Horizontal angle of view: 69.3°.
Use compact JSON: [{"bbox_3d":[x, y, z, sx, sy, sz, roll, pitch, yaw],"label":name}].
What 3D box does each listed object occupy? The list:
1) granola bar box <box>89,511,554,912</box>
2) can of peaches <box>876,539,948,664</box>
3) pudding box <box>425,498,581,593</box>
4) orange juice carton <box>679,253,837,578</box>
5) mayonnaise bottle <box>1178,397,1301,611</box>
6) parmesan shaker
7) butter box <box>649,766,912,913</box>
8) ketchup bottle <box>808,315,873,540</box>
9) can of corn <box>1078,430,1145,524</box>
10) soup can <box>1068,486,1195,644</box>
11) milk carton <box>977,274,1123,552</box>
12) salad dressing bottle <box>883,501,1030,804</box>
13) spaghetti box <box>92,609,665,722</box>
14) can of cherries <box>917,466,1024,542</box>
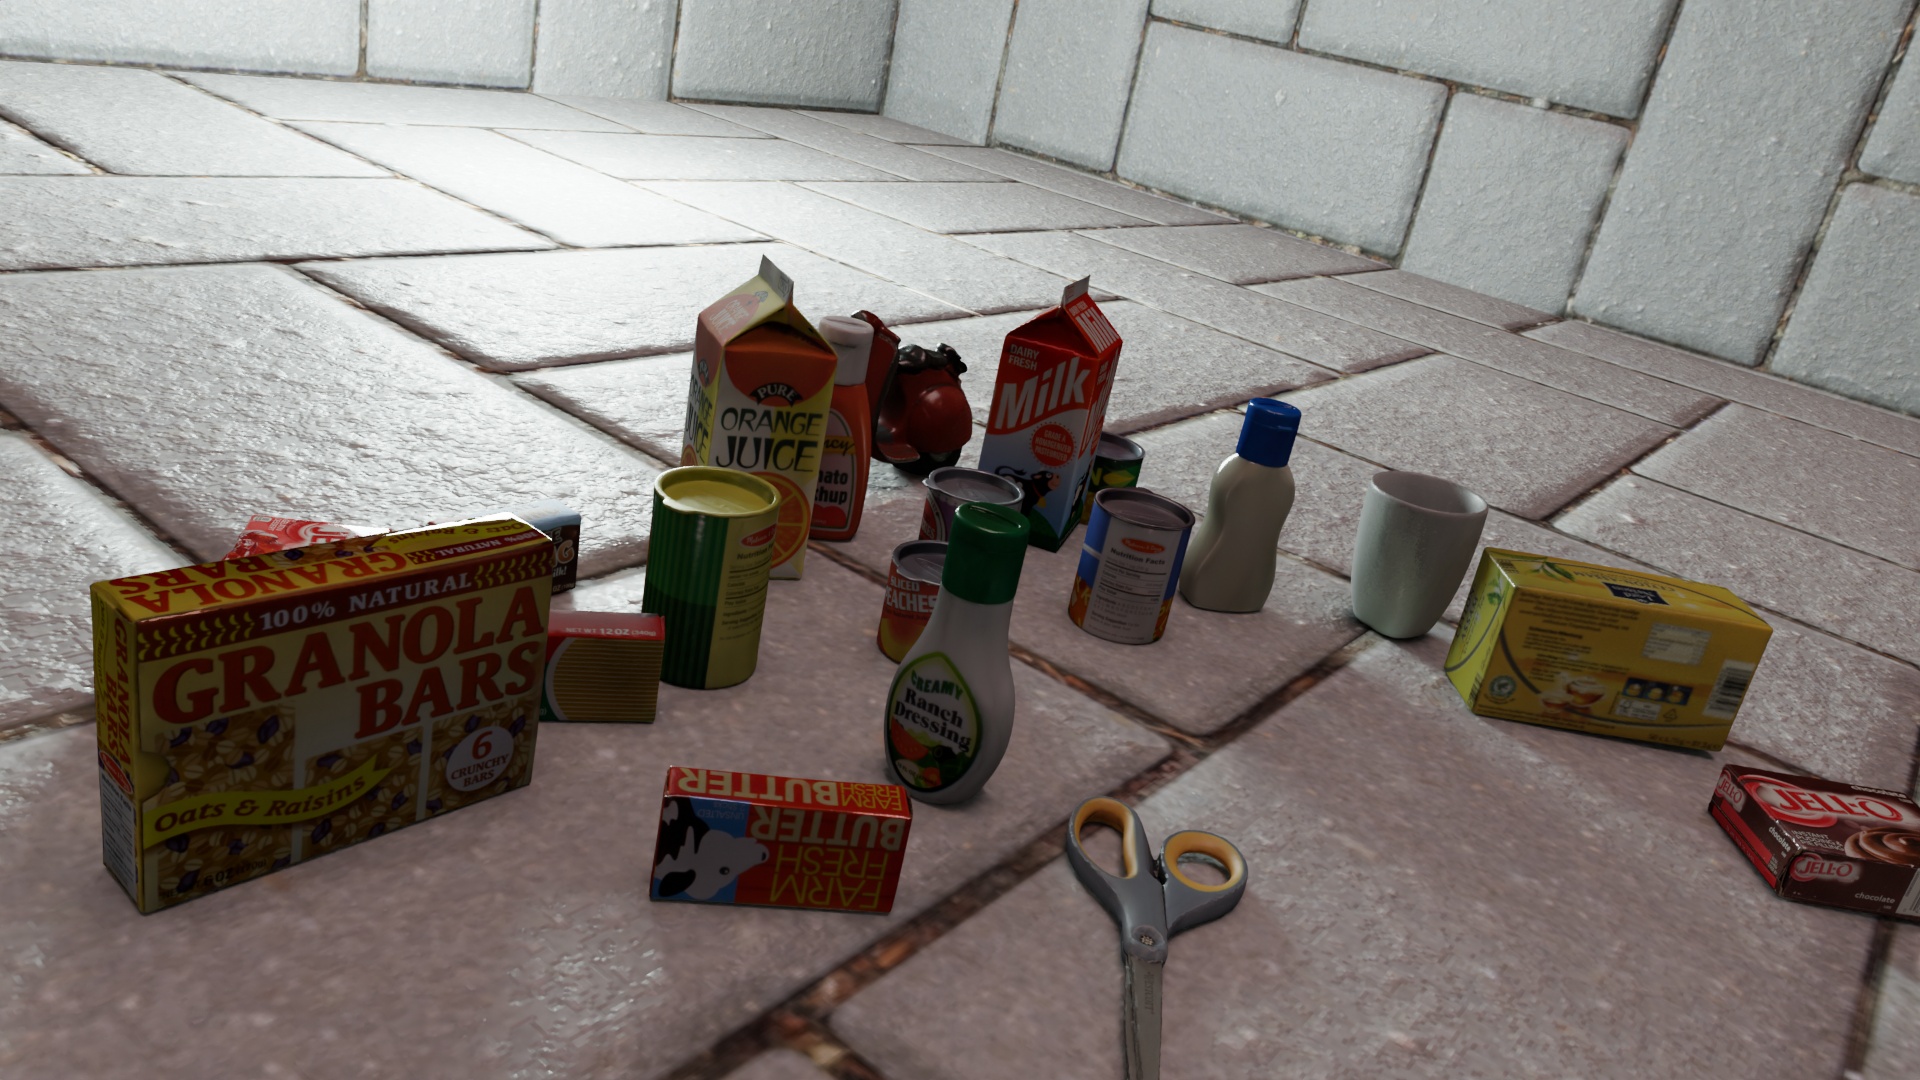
[{"bbox_3d":[-0.249,0.062,0.558,0.039,0.123,0.166,28,27,34],"label":"granola bar box"},{"bbox_3d":[-0.015,0.039,0.818,0.071,0.057,0.071,10,22,-4],"label":"can of peaches"},{"bbox_3d":[-0.257,0.008,0.781,0.030,0.049,0.084,27,27,34],"label":"pudding box"},{"bbox_3d":[-0.127,-0.077,0.862,0.073,0.191,0.072,2,24,-24],"label":"orange juice carton"},{"bbox_3d":[0.198,-0.024,0.957,0.065,0.147,0.041,4,23,-18],"label":"mayonnaise bottle"},{"bbox_3d":[-0.138,0.020,0.743,0.071,0.102,0.071,10,22,-4],"label":"parmesan shaker"},{"bbox_3d":[-0.075,0.127,0.585,0.103,0.053,0.024,7,22,-12],"label":"butter box"},{"bbox_3d":[-0.089,-0.076,0.937,0.065,0.148,0.044,10,22,-5],"label":"ketchup bottle"},{"bbox_3d":[0.104,-0.049,1.090,0.071,0.058,0.071,10,22,-4],"label":"can of corn"},{"bbox_3d":[0.111,0.015,0.906,0.071,0.083,0.071,10,22,-4],"label":"soup can"},{"bbox_3d":[0.065,-0.097,1.010,0.073,0.189,0.072,17,22,14],"label":"milk carton"},{"bbox_3d":[0.001,0.055,0.671,0.064,0.147,0.044,23,24,26],"label":"salad dressing bottle"},{"bbox_3d":[-0.269,0.057,0.659,0.250,0.050,0.029,4,23,-19],"label":"spaghetti box"},{"bbox_3d":[0.003,-0.012,0.949,0.071,0.058,0.072,10,22,-4],"label":"can of cherries"}]
